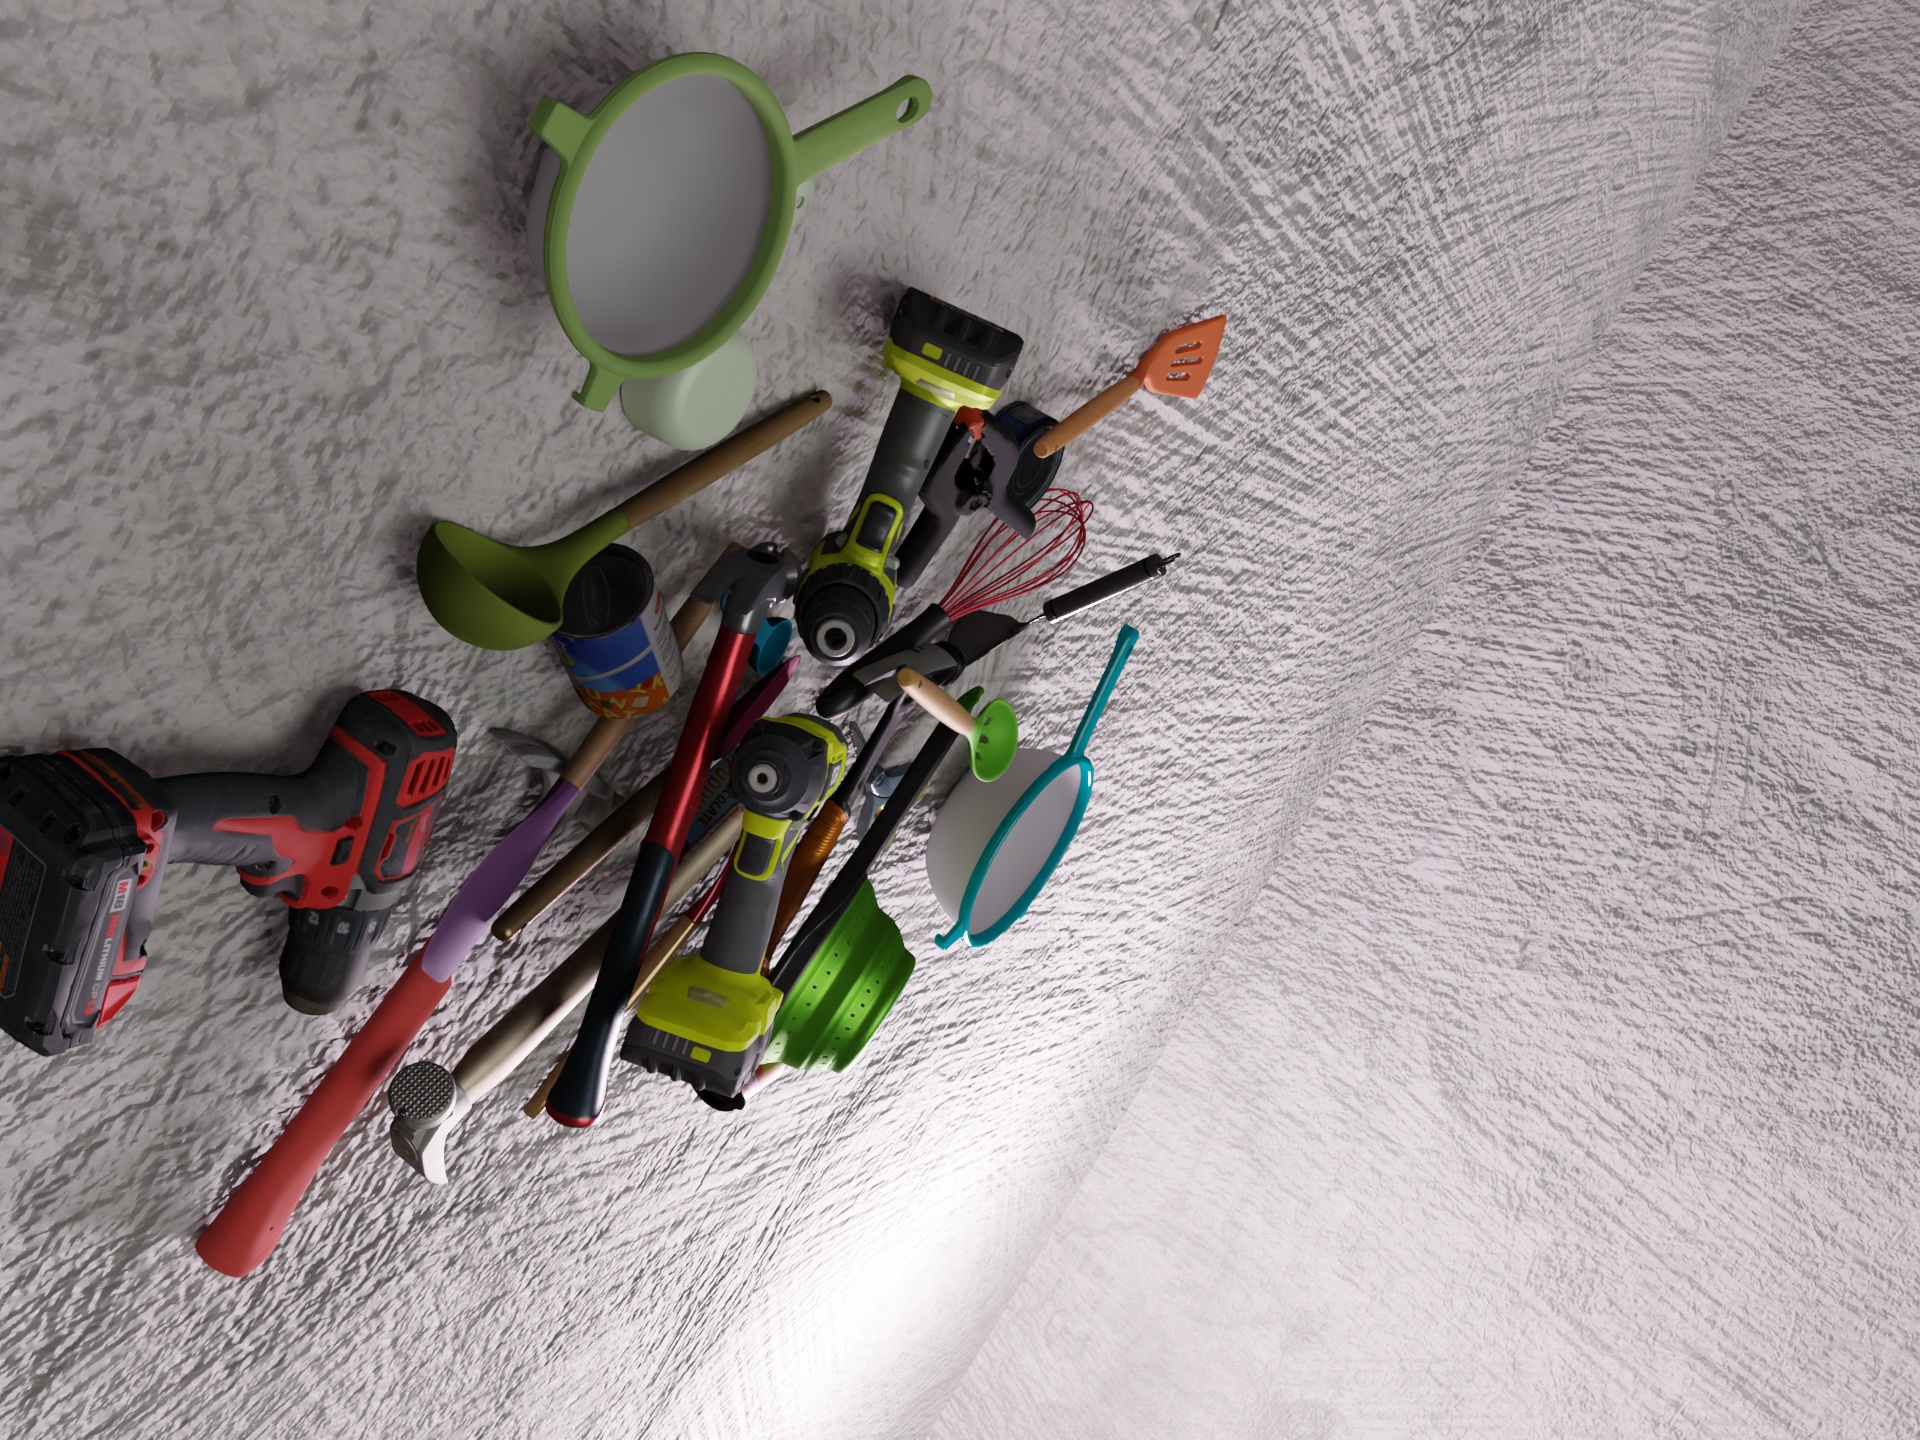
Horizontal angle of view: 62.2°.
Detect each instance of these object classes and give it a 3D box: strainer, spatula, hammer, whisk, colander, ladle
[{"bbox_3d":[0.068,-0.088,1.284,0.258,0.050,0.087,-22,-169,34],"label":"strainer"},{"bbox_3d":[-0.216,0.016,0.937,0.316,0.018,0.059,-58,166,-21],"label":"spatula"},{"bbox_3d":[0.058,0.048,1.500,0.211,0.095,0.340,-6,123,-65],"label":"strainer"},{"bbox_3d":[-0.107,0.087,1.214,0.336,0.034,0.127,-59,164,24],"label":"hammer"},{"bbox_3d":[-0.183,0.083,0.951,0.143,0.038,0.386,-67,179,-75],"label":"hammer"},{"bbox_3d":[-0.337,0.171,0.952,0.359,0.037,0.149,-54,157,-7],"label":"hammer"},{"bbox_3d":[-0.118,-0.271,0.771,0.256,0.069,0.151,-41,150,-34],"label":"strainer"},{"bbox_3d":[-0.002,-0.094,1.247,0.296,0.073,0.073,-40,152,-22],"label":"whisk"},{"bbox_3d":[-0.058,0.148,1.294,0.397,0.094,0.204,-57,179,-20],"label":"colander"},{"bbox_3d":[-0.227,0.142,1.094,0.411,0.038,0.146,-47,169,-34],"label":"hammer"},{"bbox_3d":[-0.167,-0.129,0.879,0.320,0.078,0.062,-42,173,-43],"label":"ladle"},{"bbox_3d":[-0.219,0.171,1.197,0.315,0.031,0.069,-50,162,-10],"label":"ladle"},{"bbox_3d":[0.137,-0.262,1.284,0.323,0.041,0.081,-44,156,-52],"label":"spatula"}]

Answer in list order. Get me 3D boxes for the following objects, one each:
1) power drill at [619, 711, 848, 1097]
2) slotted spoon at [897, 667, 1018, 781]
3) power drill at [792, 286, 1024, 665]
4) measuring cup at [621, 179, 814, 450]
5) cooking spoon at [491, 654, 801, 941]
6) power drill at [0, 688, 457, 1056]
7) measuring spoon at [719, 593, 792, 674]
[{"bbox_3d":[-0.134,0.107,0.981,0.171,0.080,0.223,-45,153,-86],"label":"power drill"},{"bbox_3d":[-0.002,-0.004,1.206,0.313,0.031,0.070,37,68,-74],"label":"slotted spoon"},{"bbox_3d":[-0.042,-0.146,0.992,0.191,0.080,0.228,-93,-154,-73],"label":"power drill"},{"bbox_3d":[-0.119,-0.221,0.869,0.167,0.038,0.083,-55,157,1],"label":"measuring cup"},{"bbox_3d":[-0.192,0.042,1.025,0.319,0.017,0.068,-48,173,-48],"label":"cooking spoon"},{"bbox_3d":[-0.353,0.083,0.763,0.226,0.080,0.188,-16,134,-61],"label":"power drill"},{"bbox_3d":[-0.141,-0.065,1.037,0.042,0.021,0.128,-60,164,-8],"label":"measuring spoon"}]
